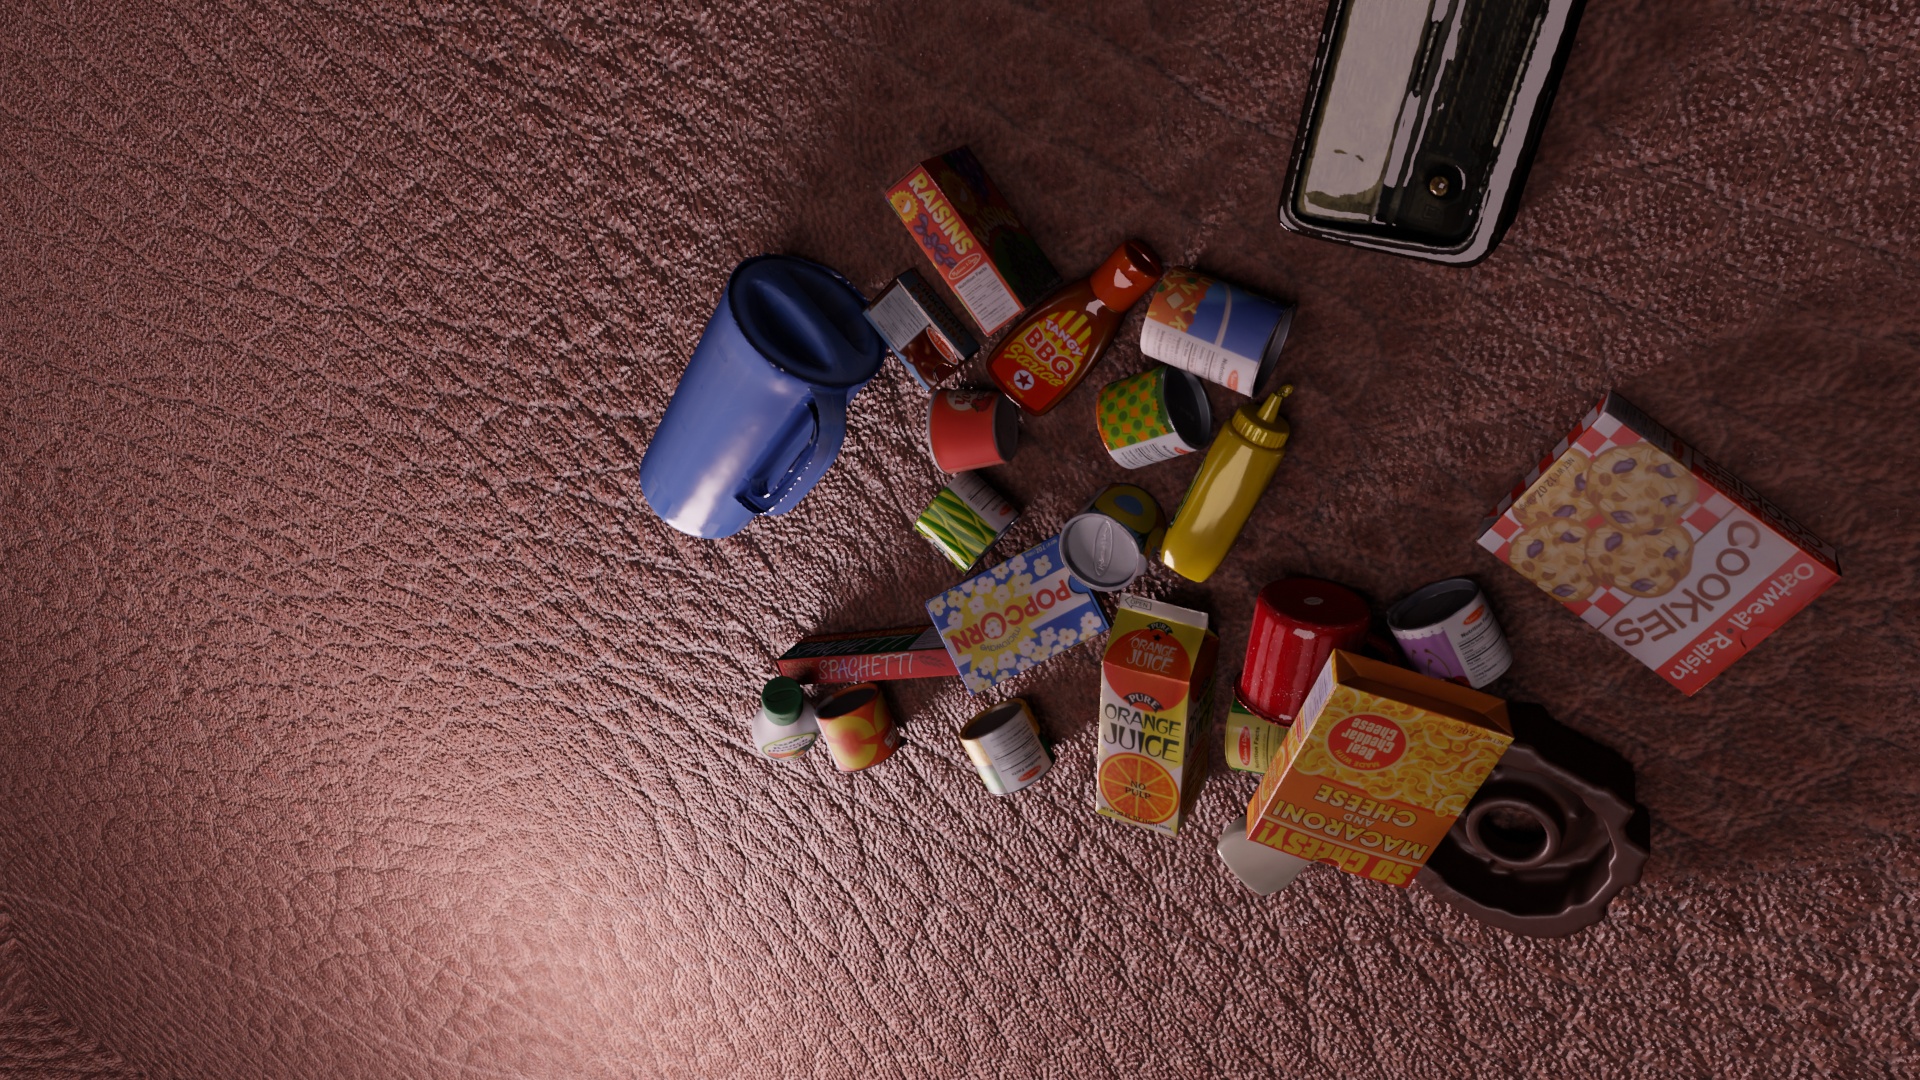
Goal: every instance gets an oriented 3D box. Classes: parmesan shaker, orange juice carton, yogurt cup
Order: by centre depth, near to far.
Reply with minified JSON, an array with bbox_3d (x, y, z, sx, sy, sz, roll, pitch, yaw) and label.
[{"bbox_3d":[0.260,0.152,1.053,0.103,0.072,0.071,6,119,27],"label":"parmesan shaker"},{"bbox_3d":[0.011,-0.086,1.071,0.054,0.073,0.072,-2,115,23],"label":"yogurt cup"},{"bbox_3d":[0.156,0.130,1.098,0.072,0.073,0.191,13,122,24],"label":"orange juice carton"}]

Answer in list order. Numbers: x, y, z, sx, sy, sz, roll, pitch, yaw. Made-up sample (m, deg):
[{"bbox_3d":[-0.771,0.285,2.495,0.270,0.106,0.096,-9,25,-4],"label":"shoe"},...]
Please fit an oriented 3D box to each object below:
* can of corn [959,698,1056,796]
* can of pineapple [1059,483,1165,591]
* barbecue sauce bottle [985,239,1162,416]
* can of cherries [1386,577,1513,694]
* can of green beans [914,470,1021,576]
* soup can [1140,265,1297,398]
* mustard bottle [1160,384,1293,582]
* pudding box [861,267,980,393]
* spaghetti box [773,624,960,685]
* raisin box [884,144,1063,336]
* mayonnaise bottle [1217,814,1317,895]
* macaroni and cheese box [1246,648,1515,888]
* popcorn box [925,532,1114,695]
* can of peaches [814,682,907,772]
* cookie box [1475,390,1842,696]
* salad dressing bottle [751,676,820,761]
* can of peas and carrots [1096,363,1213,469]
[{"bbox_3d":[0.039,0.177,1.200,0.071,0.071,0.058,-19,104,37],"label":"can of corn"},{"bbox_3d":[0.118,-0.002,1.056,0.071,0.058,0.070,14,123,24],"label":"can of pineapple"},{"bbox_3d":[0.084,-0.155,1.000,0.065,0.044,0.148,45,129,-3],"label":"barbecue sauce bottle"},{"bbox_3d":[0.337,0.067,0.962,0.071,0.072,0.058,-22,104,37],"label":"can of cherries"},{"bbox_3d":[0.005,-0.016,1.110,0.058,0.071,0.071,42,129,4],"label":"can of green beans"},{"bbox_3d":[0.175,-0.144,0.941,0.084,0.072,0.071,25,126,18],"label":"soup can"},{"bbox_3d":[0.194,-0.047,0.986,0.049,0.065,0.159,28,121,8],"label":"mustard bottle"},{"bbox_3d":[-0.031,-0.162,1.073,0.083,0.030,0.049,50,128,-3],"label":"pudding box"},{"bbox_3d":[-0.054,0.098,1.220,0.249,0.050,0.028,-8,111,34],"label":"spaghetti box"},{"bbox_3d":[0.011,-0.214,0.983,0.040,0.086,0.123,-32,97,33],"label":"raisin box"},{"bbox_3d":[0.275,0.228,1.104,0.065,0.041,0.147,45,128,-1],"label":"mayonnaise bottle"},{"bbox_3d":[0.285,0.162,0.964,0.124,0.040,0.165,17,127,0],"label":"macaroni and cheese box"},{"bbox_3d":[0.047,0.058,1.103,0.126,0.038,0.085,-28,84,14],"label":"popcorn box"},{"bbox_3d":[-0.092,0.170,1.274,0.071,0.071,0.058,-10,110,34],"label":"can of peaches"},{"bbox_3d":[0.438,0.004,0.881,0.167,0.040,0.122,38,129,7],"label":"cookie box"},{"bbox_3d":[-0.163,0.164,1.283,0.147,0.064,0.044,100,155,-66],"label":"salad dressing bottle"},{"bbox_3d":[0.138,-0.091,0.991,0.058,0.071,0.071,-16,107,37],"label":"can of peas and carrots"}]
